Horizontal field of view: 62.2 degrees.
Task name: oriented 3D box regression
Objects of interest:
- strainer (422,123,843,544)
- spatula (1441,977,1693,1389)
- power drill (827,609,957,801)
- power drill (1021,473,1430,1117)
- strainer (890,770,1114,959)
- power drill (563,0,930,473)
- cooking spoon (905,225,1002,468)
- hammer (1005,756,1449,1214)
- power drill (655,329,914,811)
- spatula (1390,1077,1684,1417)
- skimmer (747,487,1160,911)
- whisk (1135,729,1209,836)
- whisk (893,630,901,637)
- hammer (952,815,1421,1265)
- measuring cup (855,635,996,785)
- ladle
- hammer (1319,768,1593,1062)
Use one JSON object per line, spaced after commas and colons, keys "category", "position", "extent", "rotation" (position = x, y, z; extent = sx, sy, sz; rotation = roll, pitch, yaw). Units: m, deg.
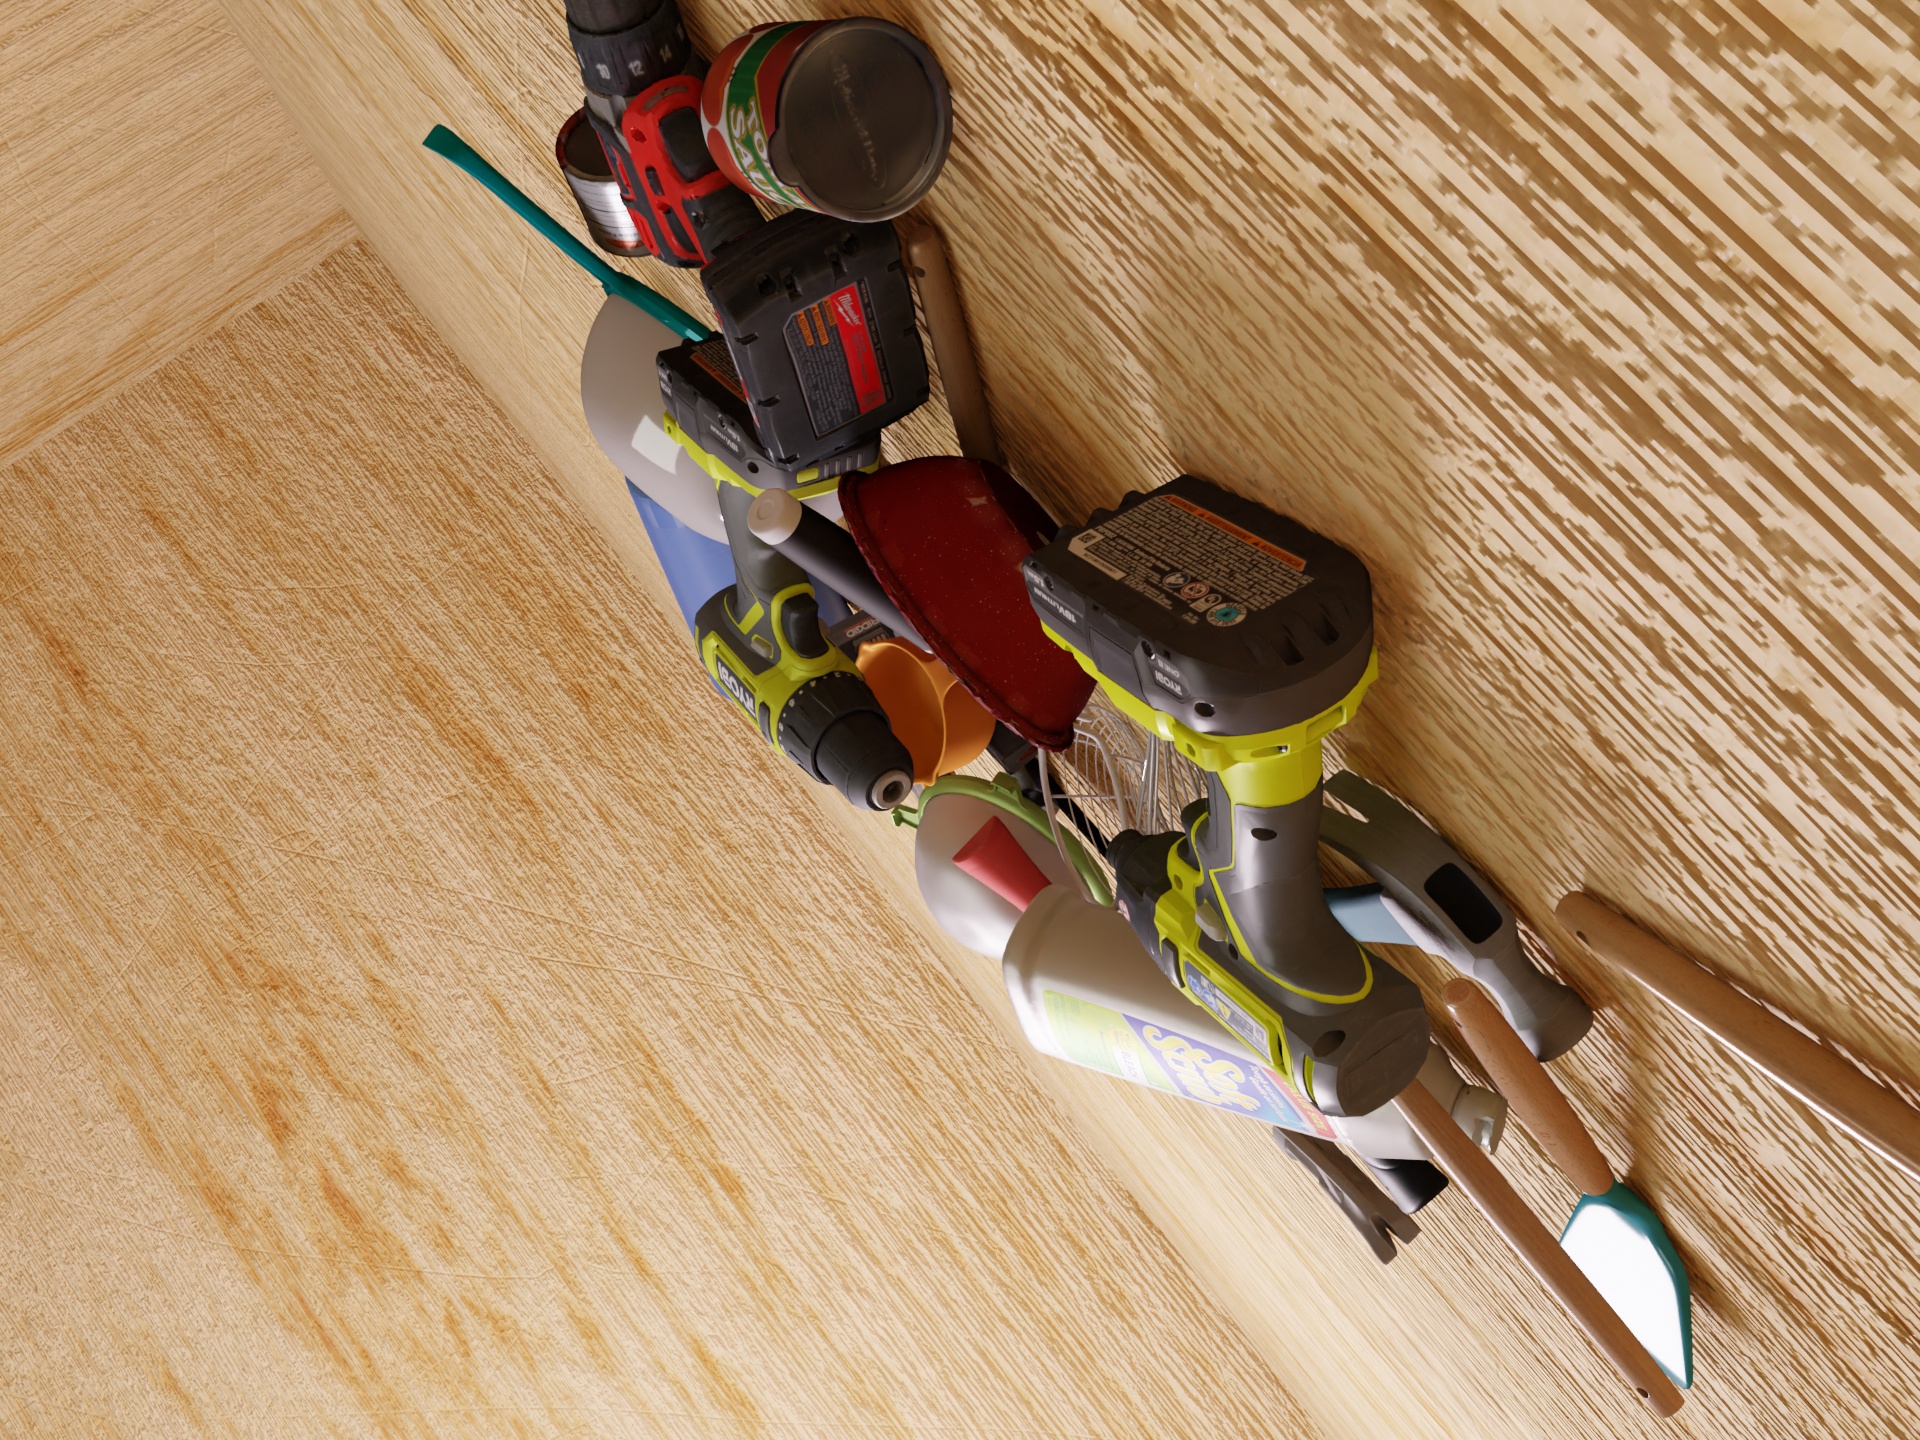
{"category": "strainer", "position": [-0.193, -0.197, 0.928], "extent": [0.340, 0.095, 0.211], "rotation": [37, 180, -44]}
{"category": "spatula", "position": [0.244, 0.185, 0.644], "extent": [0.317, 0.044, 0.082], "rotation": [47, 180, -41]}
{"category": "power drill", "position": [-0.027, 0.024, 1.173], "extent": [0.226, 0.084, 0.185], "rotation": [61, 170, 1]}
{"category": "power drill", "position": [0.097, 0.028, 0.614], "extent": [0.171, 0.080, 0.223], "rotation": [40, 152, 49]}
{"category": "strainer", "position": [0.053, 0.148, 1.036], "extent": [0.256, 0.069, 0.151], "rotation": [48, 150, -13]}
{"category": "power drill", "position": [-0.109, -0.241, 0.706], "extent": [0.227, 0.080, 0.187], "rotation": [55, 170, 31]}
{"category": "cooking spoon", "position": [0.014, -0.115, 0.776], "extent": [0.069, 0.017, 0.318], "rotation": [27, 159, 26]}
{"category": "hammer", "position": [0.143, 0.134, 0.973], "extent": [0.409, 0.036, 0.149], "rotation": [48, 168, 35]}
{"category": "power drill", "position": [-0.087, -0.075, 0.842], "extent": [0.191, 0.080, 0.228], "rotation": [44, 146, 43]}
{"category": "spatula", "position": [0.207, 0.177, 0.722], "extent": [0.316, 0.018, 0.059], "rotation": [50, 154, 16]}
{"category": "skimmer", "position": [-0.001, -0.003, 0.793], "extent": [0.362, 0.090, 0.127], "rotation": [33, -154, -48]}
{"category": "whisk", "position": [0.095, -0.002, 0.737], "extent": [0.059, 0.058, 0.246], "rotation": [50, 166, 42]}
{"category": "whisk", "position": [-0.028, -0.081, 0.983], "extent": [0.073, 0.073, 0.296], "rotation": [51, 175, 4]}
{"category": "hammer", "position": [0.132, 0.187, 0.961], "extent": [0.358, 0.037, 0.149], "rotation": [44, 180, -19]}
{"category": "measuring cup", "position": [0.003, -0.028, 0.918], "extent": [0.173, 0.052, 0.095], "rotation": [-39, 74, 48]}
{"category": "ladle", "position": [0.272, 0.139, 0.422], "extent": [0.320, 0.062, 0.078], "rotation": [43, 166, 51]}
{"category": "hammer", "position": [0.173, 0.094, 0.757], "extent": [0.128, 0.033, 0.331], "rotation": [51, 170, 2]}
